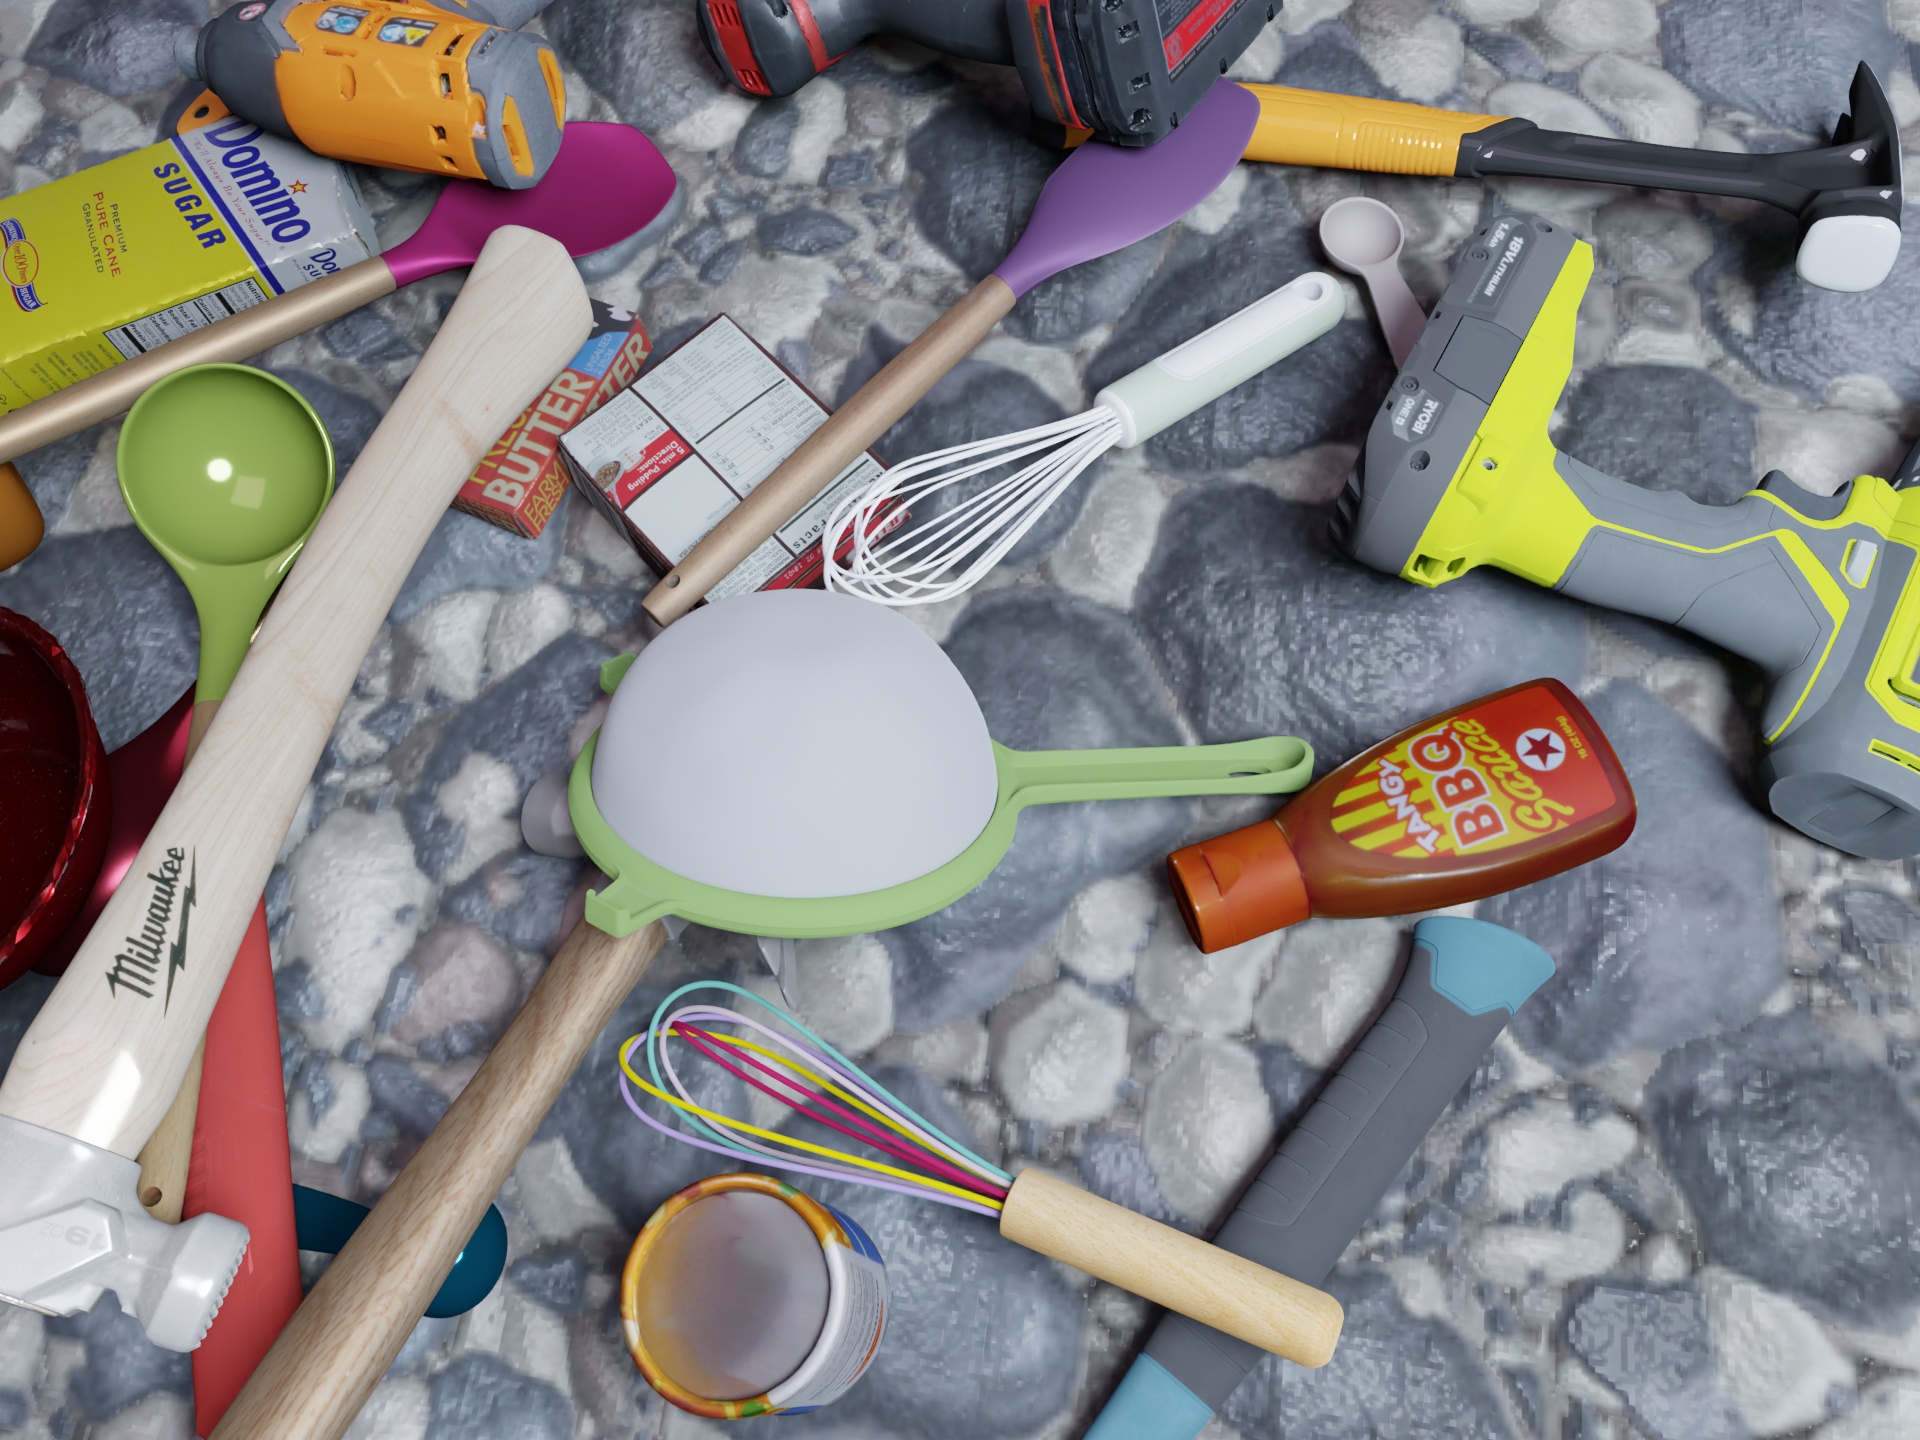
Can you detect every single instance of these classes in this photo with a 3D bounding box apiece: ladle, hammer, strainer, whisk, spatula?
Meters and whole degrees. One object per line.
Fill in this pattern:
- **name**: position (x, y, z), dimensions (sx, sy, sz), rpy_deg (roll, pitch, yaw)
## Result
- **ladle**: position (-0.268, -0.042, 0.625), dimensions (0.069, 0.031, 0.315), rpy_deg (26, 71, 16)
- **hammer**: position (-0.214, 0.188, 0.496), dimensions (0.149, 0.036, 0.359), rpy_deg (-22, 61, 5)
- **strainer**: position (-0.001, -0.002, 0.530), dimensions (0.256, 0.069, 0.152), rpy_deg (-1, 32, -9)
- **hammer**: position (-0.231, -0.020, 0.534), dimensions (0.146, 0.038, 0.411), rpy_deg (24, 60, -14)
- **hammer**: position (-0.155, 0.147, 0.462), dimensions (0.130, 0.031, 0.331), rpy_deg (8, 50, 29)
- **whisk**: position (0.052, -0.110, 0.598), dimensions (0.246, 0.059, 0.058), rpy_deg (-32, 56, -18)
- **whisk**: position (-0.001, 0.138, 0.495), dimensions (0.245, 0.047, 0.051), rpy_deg (17, 76, 22)
- **hammer**: position (0.074, 0.190, 0.487), dimensions (0.128, 0.033, 0.331), rpy_deg (36, 75, 19)
- **spatula**: position (0.000, -0.145, 0.601), dimensions (0.316, 0.018, 0.060), rpy_deg (-44, 64, -12)
- **ladle**: position (-0.262, 0.014, 0.545), dimensions (0.078, 0.062, 0.320), rpy_deg (-3, 62, -8)
- **hammer**: position (0.192, -0.238, 0.643), dimensions (0.337, 0.034, 0.127), rpy_deg (12, 48, 15)

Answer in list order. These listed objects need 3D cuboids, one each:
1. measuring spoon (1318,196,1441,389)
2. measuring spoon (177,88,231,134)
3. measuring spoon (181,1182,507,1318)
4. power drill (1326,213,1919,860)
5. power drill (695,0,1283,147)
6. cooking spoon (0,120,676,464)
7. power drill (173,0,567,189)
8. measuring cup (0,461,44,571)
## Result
- **measuring spoon**: position (0.175, -0.153, 0.634), dimensions (0.034, 0.018, 0.124), rpy_deg (-16, 73, -7)
- **measuring spoon**: position (-0.329, -0.318, 0.753), dimensions (0.021, 0.011, 0.117), rpy_deg (33, 74, 18)
- **measuring spoon**: position (-0.215, 0.168, 0.532), dimensions (0.128, 0.021, 0.042), rpy_deg (9, 69, 10)
- **power drill**: position (0.265, -0.083, 0.556), dimensions (0.228, 0.080, 0.190), rpy_deg (28, 73, 10)
- **power drill**: position (0.020, -0.327, 0.666), dimensions (0.227, 0.080, 0.188), rpy_deg (22, 62, 34)
- **cooking spoon**: position (-0.256, -0.172, 0.645), dimensions (0.319, 0.017, 0.069), rpy_deg (-33, 80, -24)
- **power drill**: position (-0.224, -0.328, 0.690), dimensions (0.164, 0.084, 0.227), rpy_deg (13, 59, 10)
- **measuring cup**: position (-0.380, -0.062, 0.625), dimensions (0.052, 0.095, 0.173), rpy_deg (-34, 88, -20)
